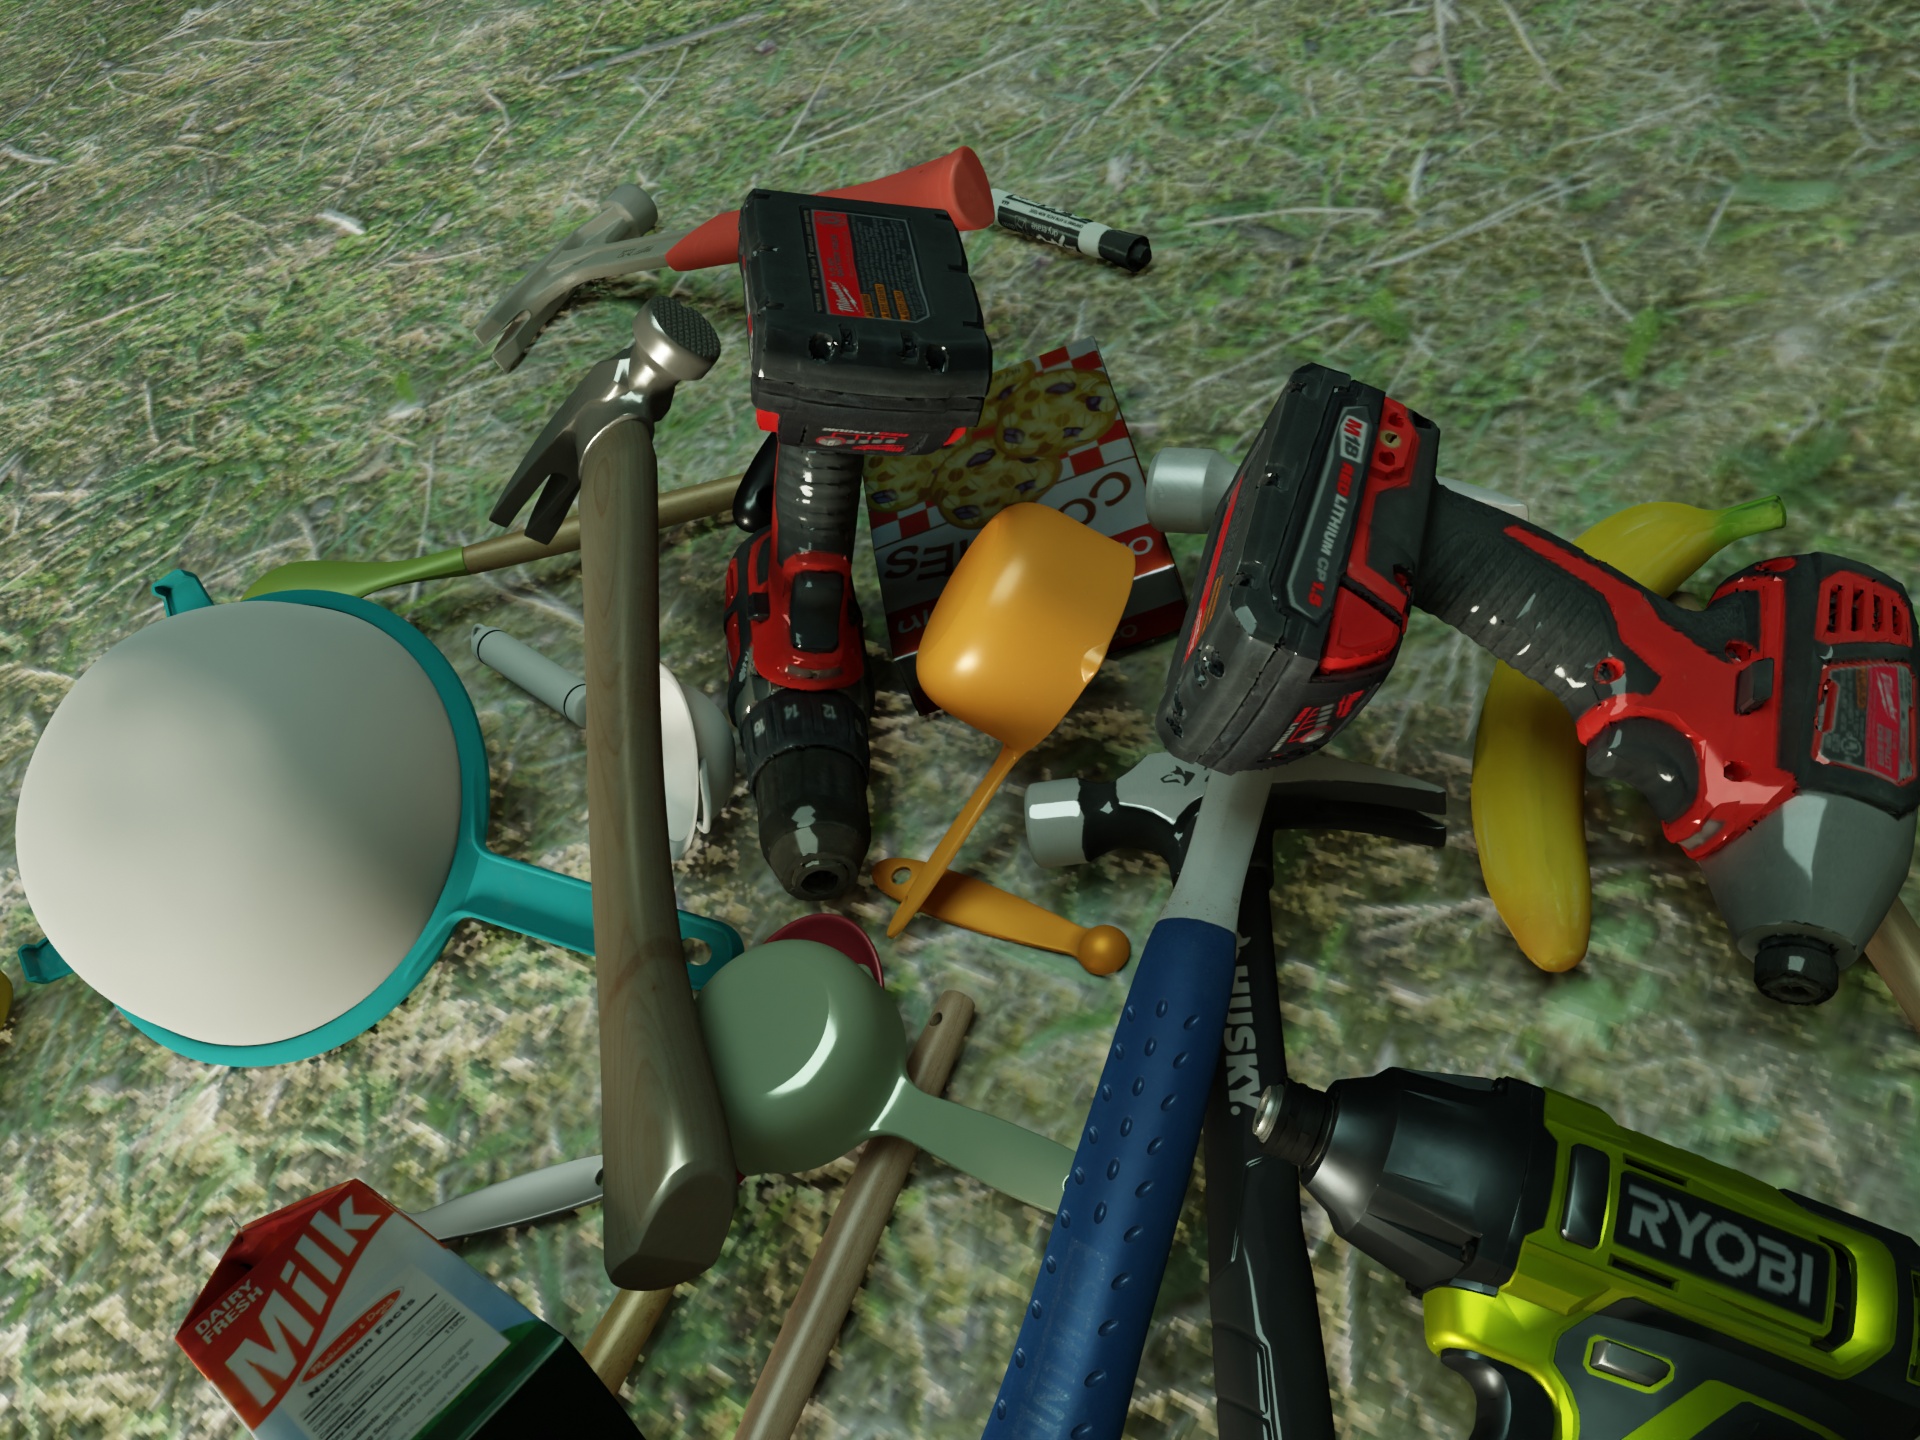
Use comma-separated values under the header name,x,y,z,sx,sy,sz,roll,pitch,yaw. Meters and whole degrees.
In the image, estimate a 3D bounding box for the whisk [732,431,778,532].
name,x,y,z,sx,sy,sz,roll,pitch,yaw
whisk,-0.059,-0.182,0.810,0.055,0.055,0.239,6,52,27

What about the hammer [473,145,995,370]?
name,x,y,z,sx,sy,sz,roll,pitch,yaw
hammer,-0.127,-0.261,0.874,0.359,0.036,0.149,8,54,44

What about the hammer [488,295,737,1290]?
name,x,y,z,sx,sy,sz,roll,pitch,yaw
hammer,-0.132,0.013,0.605,0.146,0.038,0.411,-41,43,31

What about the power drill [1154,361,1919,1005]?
name,x,y,z,sx,sy,sz,roll,pitch,yaw
power drill,0.180,-0.009,0.480,0.219,0.078,0.143,20,61,-1

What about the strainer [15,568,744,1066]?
name,x,y,z,sx,sy,sz,roll,pitch,yaw
strainer,-0.253,0.050,0.641,0.340,0.095,0.211,14,82,18

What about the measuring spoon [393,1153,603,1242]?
name,x,y,z,sx,sy,sz,roll,pitch,yaw
measuring spoon,-0.174,0.186,0.589,0.124,0.018,0.034,-17,41,1

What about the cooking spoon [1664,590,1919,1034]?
name,x,y,z,sx,sy,sz,roll,pitch,yaw
cooking spoon,0.285,0.072,0.479,0.069,0.017,0.319,-26,46,16

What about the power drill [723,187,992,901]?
name,x,y,z,sx,sy,sz,roll,pitch,yaw
power drill,-0.051,-0.062,0.606,0.080,0.226,0.188,2,45,-13

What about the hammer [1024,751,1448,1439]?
name,x,y,z,sx,sy,sz,roll,pitch,yaw
hammer,0.095,0.149,0.481,0.146,0.035,0.335,-7,52,11

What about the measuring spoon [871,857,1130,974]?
name,x,y,z,sx,sy,sz,roll,pitch,yaw
measuring spoon,0.012,0.070,0.602,0.117,0.011,0.021,16,60,33

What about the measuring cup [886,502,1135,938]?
name,x,y,z,sx,sy,sz,roll,pitch,yaw
measuring cup,-0.001,-0.002,0.597,0.173,0.052,0.095,-59,12,4

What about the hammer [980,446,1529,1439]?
name,x,y,z,sx,sy,sz,roll,pitch,yaw
hammer,0.083,0.059,0.505,0.144,0.035,0.406,7,53,22

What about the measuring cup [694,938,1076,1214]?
name,x,y,z,sx,sy,sz,roll,pitch,yaw
measuring cup,-0.025,0.120,0.513,0.168,0.038,0.083,14,63,36

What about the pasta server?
name,x,y,z,sx,sy,sz,roll,pitch,yaw
pasta server,-0.065,0.218,0.496,0.060,0.040,0.316,-1,50,39

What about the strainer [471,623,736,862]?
name,x,y,z,sx,sy,sz,roll,pitch,yaw
strainer,-0.163,-0.005,0.719,0.050,0.086,0.259,-10,25,-40

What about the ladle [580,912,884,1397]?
name,x,y,z,sx,sy,sz,roll,pitch,yaw
ladle,-0.112,0.205,0.535,0.069,0.031,0.315,13,60,34

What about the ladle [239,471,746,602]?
name,x,y,z,sx,sy,sz,roll,pitch,yaw
ladle,-0.222,-0.079,0.816,0.320,0.062,0.078,-14,39,3

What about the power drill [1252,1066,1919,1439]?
name,x,y,z,sx,sy,sz,roll,pitch,yaw
power drill,0.131,0.199,0.371,0.171,0.080,0.223,21,59,4
